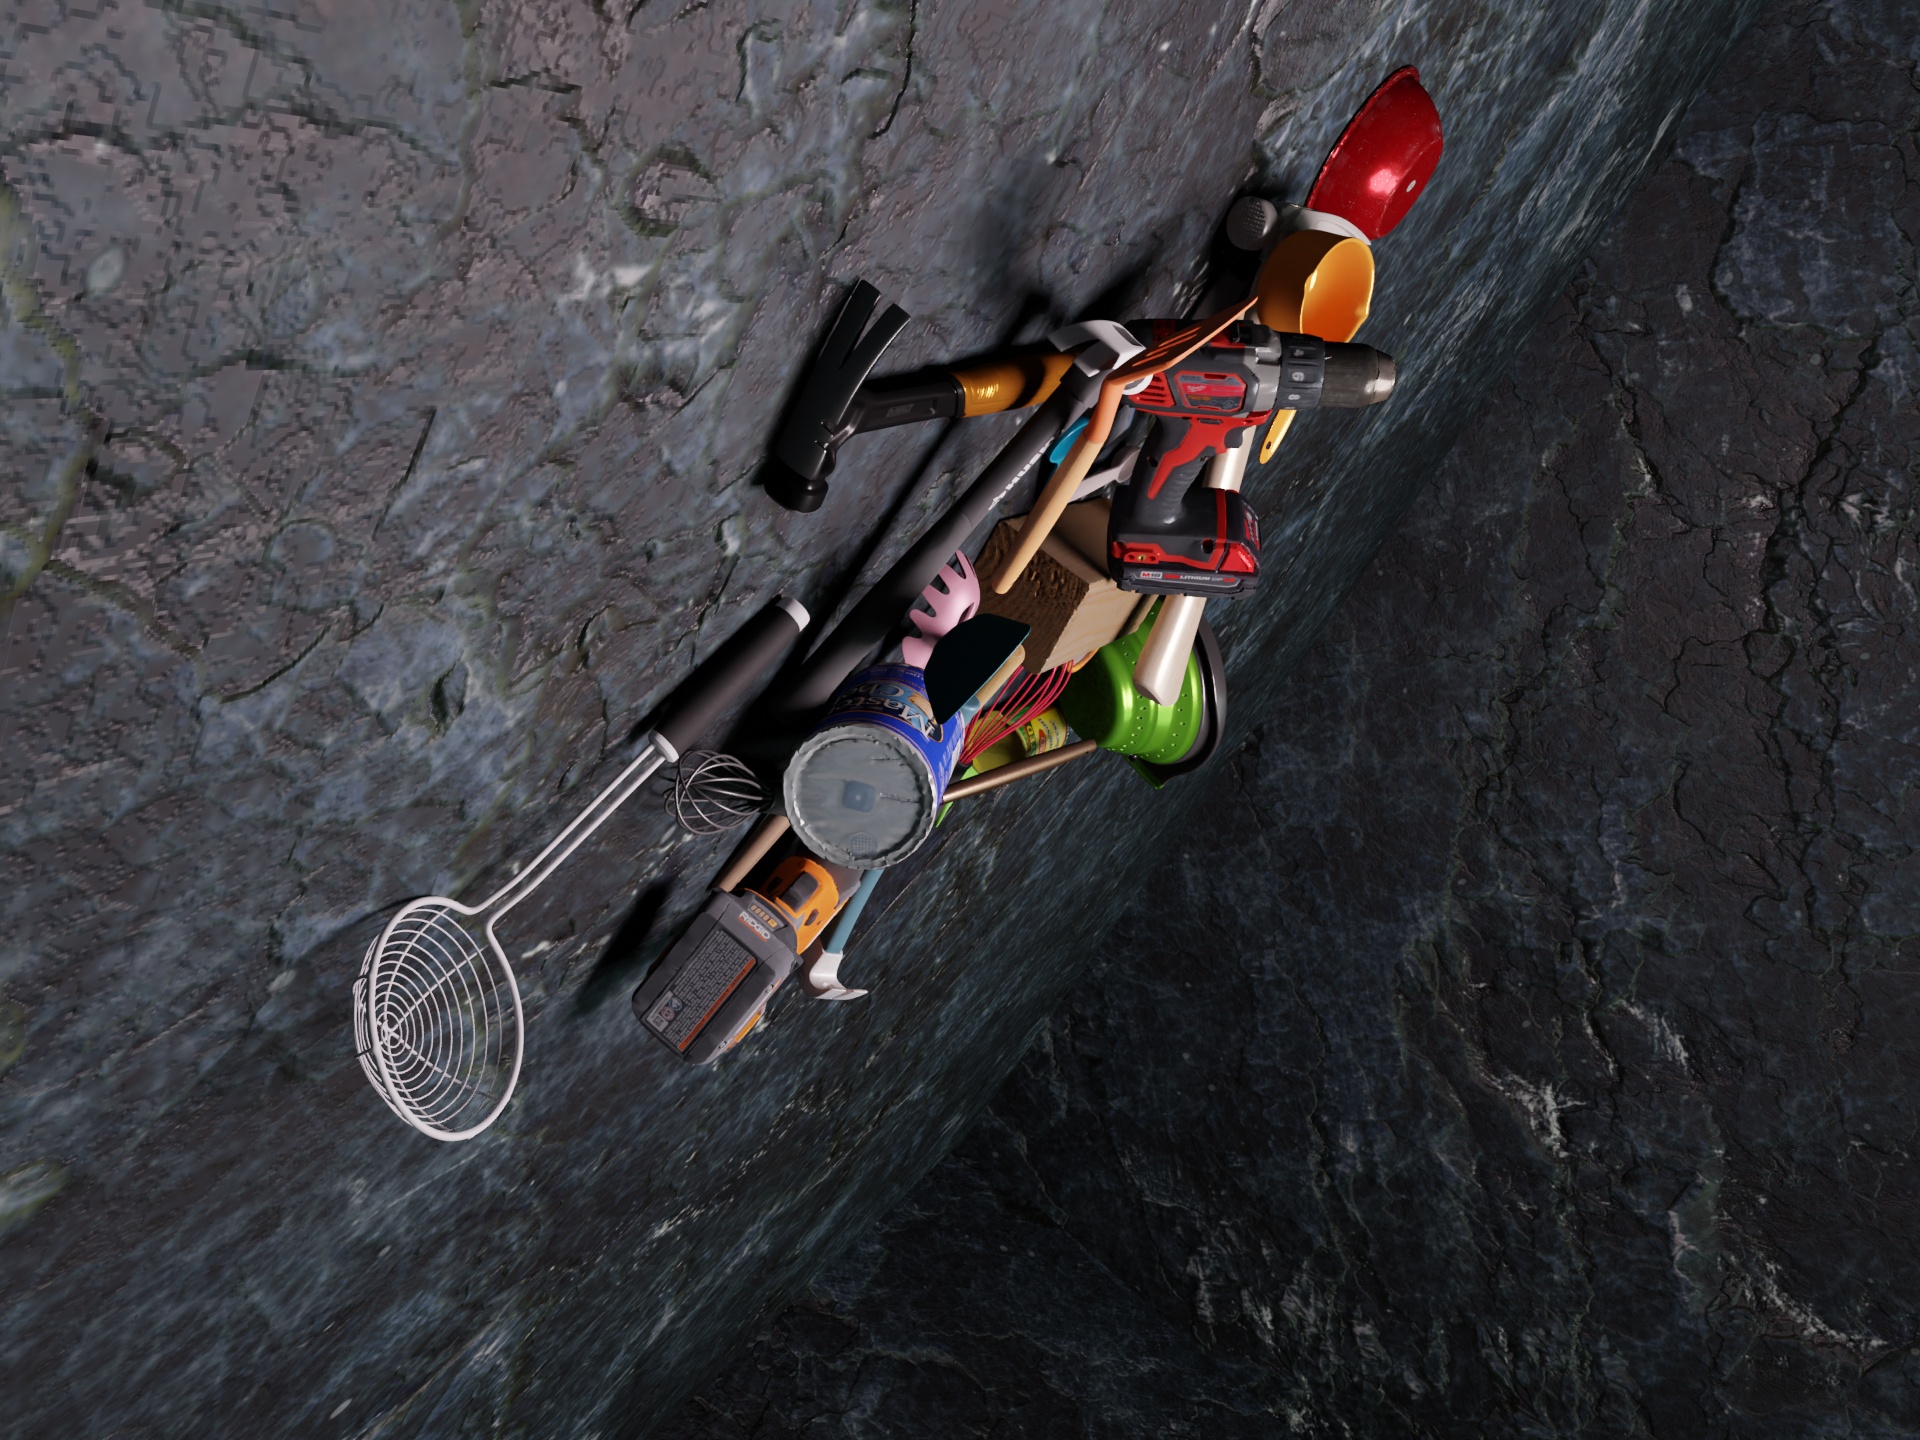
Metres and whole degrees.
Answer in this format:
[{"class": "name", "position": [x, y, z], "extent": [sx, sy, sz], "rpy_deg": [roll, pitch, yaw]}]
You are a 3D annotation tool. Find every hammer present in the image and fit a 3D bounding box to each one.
[{"class": "hammer", "position": [0.009, -0.205, 0.959], "extent": [0.337, 0.034, 0.127], "rpy_deg": [-28, 153, -57]}, {"class": "hammer", "position": [0.220, -0.205, 1.284], "extent": [0.146, 0.038, 0.410], "rpy_deg": [-8, 120, -43]}, {"class": "hammer", "position": [-0.008, -0.120, 1.016], "extent": [0.334, 0.035, 0.146], "rpy_deg": [-46, 171, 14]}, {"class": "hammer", "position": [-0.066, 0.101, 1.296], "extent": [0.033, 0.128, 0.331], "rpy_deg": [9, 126, -29]}, {"class": "hammer", "position": [0.230, -0.300, 1.388], "extent": [0.130, 0.031, 0.331], "rpy_deg": [-48, 165, -14]}]

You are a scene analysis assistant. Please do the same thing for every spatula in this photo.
[{"class": "spatula", "position": [0.001, 0.060, 1.423], "extent": [0.316, 0.018, 0.059], "rpy_deg": [-17, 148, -34]}, {"class": "spatula", "position": [0.081, -0.159, 0.998], "extent": [0.081, 0.041, 0.322], "rpy_deg": [-41, 172, -31]}, {"class": "spatula", "position": [0.006, -0.041, 1.124], "extent": [0.082, 0.044, 0.317], "rpy_deg": [-47, 179, 1]}]

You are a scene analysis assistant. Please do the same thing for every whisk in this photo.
[{"class": "whisk", "position": [0.012, 0.021, 1.453], "extent": [0.295, 0.073, 0.073], "rpy_deg": [-54, 166, 30]}, {"class": "whisk", "position": [0.000, -0.004, 1.293], "extent": [0.051, 0.047, 0.245], "rpy_deg": [-53, -178, -33]}, {"class": "whisk", "position": [-0.133, 0.054, 1.087], "extent": [0.055, 0.055, 0.238], "rpy_deg": [-54, 161, 7]}]

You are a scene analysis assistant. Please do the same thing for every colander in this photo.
[{"class": "colander", "position": [0.169, -0.098, 1.480], "extent": [0.094, 0.205, 0.396], "rpy_deg": [-15, 136, -28]}]

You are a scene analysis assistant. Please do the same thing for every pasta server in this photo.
[{"class": "pasta server", "position": [-0.087, 0.007, 1.192], "extent": [0.316, 0.040, 0.060], "rpy_deg": [-49, 165, 7]}]

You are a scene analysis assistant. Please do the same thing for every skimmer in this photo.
[{"class": "skimmer", "position": [-0.192, 0.066, 0.890], "extent": [0.363, 0.090, 0.127], "rpy_deg": [-48, 133, -21]}]

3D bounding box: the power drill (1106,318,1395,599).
[{"class": "power drill", "position": [0.197, -0.190, 1.142], "extent": [0.226, 0.188, 0.080], "rpy_deg": [92, 2, -53]}]

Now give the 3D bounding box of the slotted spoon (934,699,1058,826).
[{"class": "slotted spoon", "position": [0.051, 0.026, 1.639], "extent": [0.314, 0.031, 0.070], "rpy_deg": [-35, 158, -51]}]

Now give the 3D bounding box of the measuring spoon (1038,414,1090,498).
[{"class": "measuring spoon", "position": [0.069, -0.196, 1.203], "extent": [0.042, 0.021, 0.128], "rpy_deg": [-35, 170, -18]}]

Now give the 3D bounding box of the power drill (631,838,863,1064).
[{"class": "power drill", "position": [-0.141, 0.150, 1.200], "extent": [0.164, 0.084, 0.226], "rpy_deg": [-51, 177, 19]}]

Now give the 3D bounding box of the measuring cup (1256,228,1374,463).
[{"class": "measuring cup", "position": [0.244, -0.281, 1.189], "extent": [0.095, 0.052, 0.173], "rpy_deg": [5, 113, -49]}]

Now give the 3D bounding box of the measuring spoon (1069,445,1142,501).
[{"class": "measuring spoon", "position": [0.107, -0.201, 1.305], "extent": [0.124, 0.018, 0.034], "rpy_deg": [-29, 154, -40]}]
